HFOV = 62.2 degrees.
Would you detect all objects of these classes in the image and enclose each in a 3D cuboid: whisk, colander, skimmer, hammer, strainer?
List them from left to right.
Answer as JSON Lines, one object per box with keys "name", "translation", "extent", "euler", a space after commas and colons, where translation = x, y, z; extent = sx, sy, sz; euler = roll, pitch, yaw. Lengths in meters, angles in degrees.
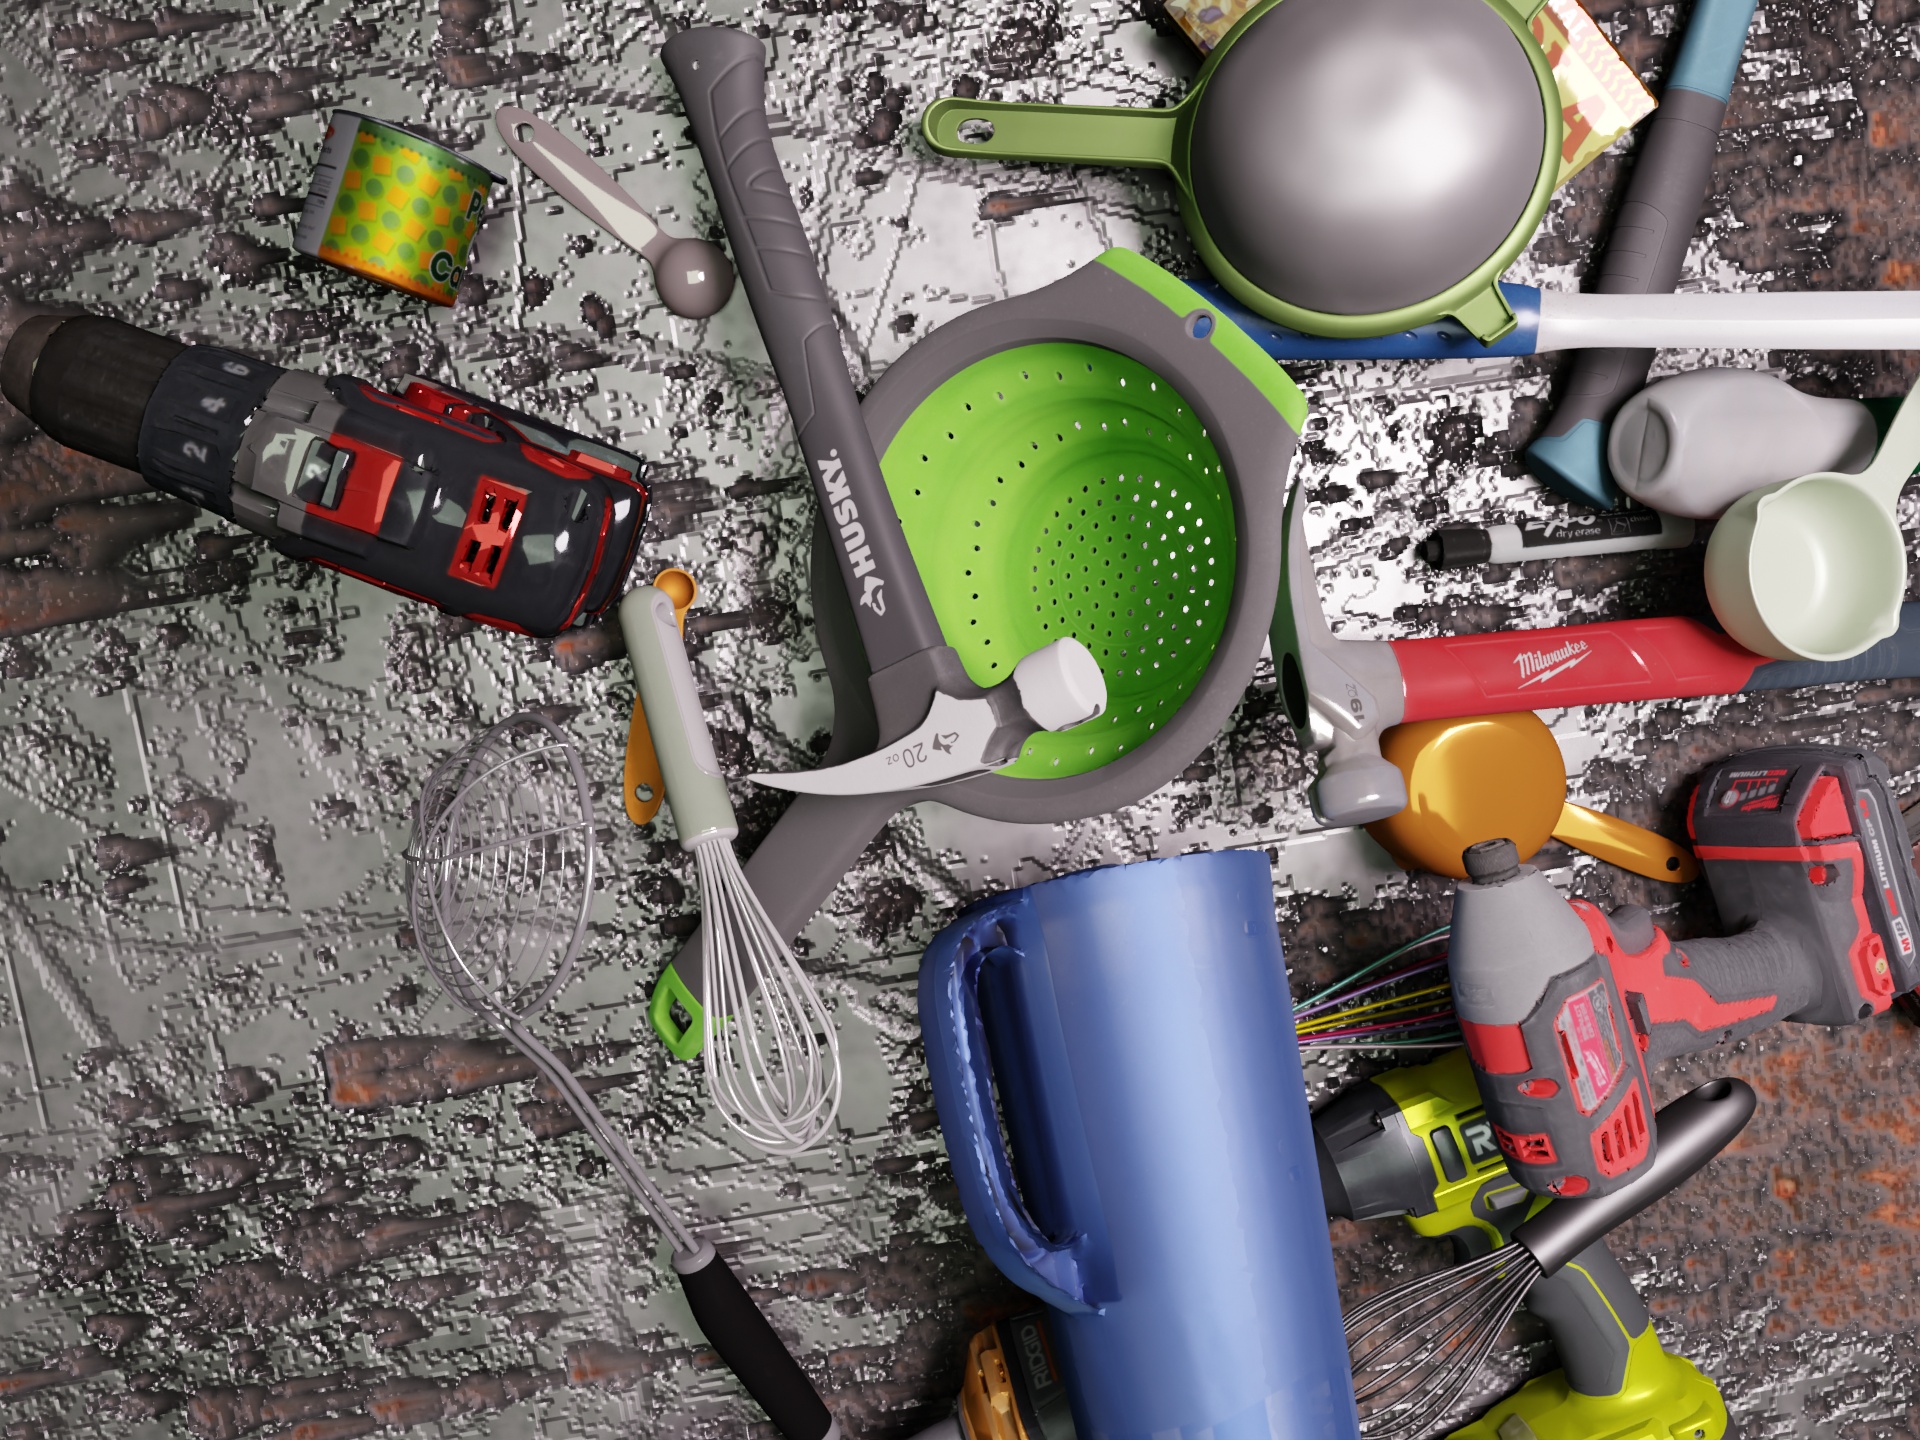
{"name": "skimmer", "translation": [-0.130, 0.170, 0.702], "extent": [0.090, 0.127, 0.363], "euler": [-44, 114, -38]}
{"name": "whisk", "translation": [-0.100, 0.056, 0.655], "extent": [0.059, 0.057, 0.246], "euler": [-24, 75, 21]}
{"name": "hammer", "translation": [-0.061, -0.129, 0.637], "extent": [0.146, 0.035, 0.335], "euler": [-25, 78, 28]}
{"name": "colander", "translation": [-0.001, -0.002, 0.677], "extent": [0.205, 0.094, 0.397], "euler": [47, 112, 22]}
{"name": "strainer", "translation": [0.103, -0.235, 0.619], "extent": [0.256, 0.069, 0.151], "euler": [8, 91, 13]}
{"name": "whisk", "translation": [0.150, 0.140, 0.723], "extent": [0.245, 0.047, 0.051], "euler": [-15, 98, 2]}
{"name": "whisk", "translation": [0.242, 0.225, 0.669], "extent": [0.239, 0.055, 0.055], "euler": [-35, 97, -6]}
{"name": "hammer", "translation": [0.243, -0.166, 0.638], "extent": [0.405, 0.035, 0.144], "euler": [4, 94, 14]}
{"name": "hammer", "translation": [0.314, -0.258, 0.694], "extent": [0.128, 0.033, 0.331], "euler": [16, 95, -4]}
{"name": "hammer", "translation": [0.320, -0.043, 0.691], "extent": [0.386, 0.038, 0.143], "euler": [-5, 74, -12]}

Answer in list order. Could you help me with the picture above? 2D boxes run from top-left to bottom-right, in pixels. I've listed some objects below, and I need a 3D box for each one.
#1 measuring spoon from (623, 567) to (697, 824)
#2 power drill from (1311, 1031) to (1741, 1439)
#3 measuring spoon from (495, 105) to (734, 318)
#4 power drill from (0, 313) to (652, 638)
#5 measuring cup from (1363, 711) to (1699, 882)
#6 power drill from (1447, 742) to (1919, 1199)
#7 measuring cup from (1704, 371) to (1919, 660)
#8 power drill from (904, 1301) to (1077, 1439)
{"name": "measuring spoon", "translation": [-0.134, -0.010, 0.707], "extent": [0.021, 0.011, 0.117], "euler": [11, 99, 1]}
{"name": "power drill", "translation": [0.250, 0.262, 0.728], "extent": [0.171, 0.080, 0.223], "euler": [-21, 93, -2]}
{"name": "measuring spoon", "translation": [-0.149, -0.219, 0.677], "extent": [0.124, 0.018, 0.034], "euler": [40, 93, -6]}
{"name": "power drill", "translation": [-0.210, -0.090, 0.582], "extent": [0.188, 0.227, 0.080], "euler": [20, 95, -6]}
{"name": "measuring cup", "translation": [0.263, 0.042, 0.713], "extent": [0.173, 0.052, 0.095], "euler": [21, 95, -3]}
{"name": "power drill", "translation": [0.298, 0.091, 0.667], "extent": [0.219, 0.078, 0.143], "euler": [-20, 94, -24]}
{"name": "measuring cup", "translation": [0.370, -0.097, 0.662], "extent": [0.083, 0.038, 0.167], "euler": [39, 79, -11]}
{"name": "power drill", "translation": [-0.021, 0.380, 0.715], "extent": [0.226, 0.084, 0.185], "euler": [-26, 114, 0]}
